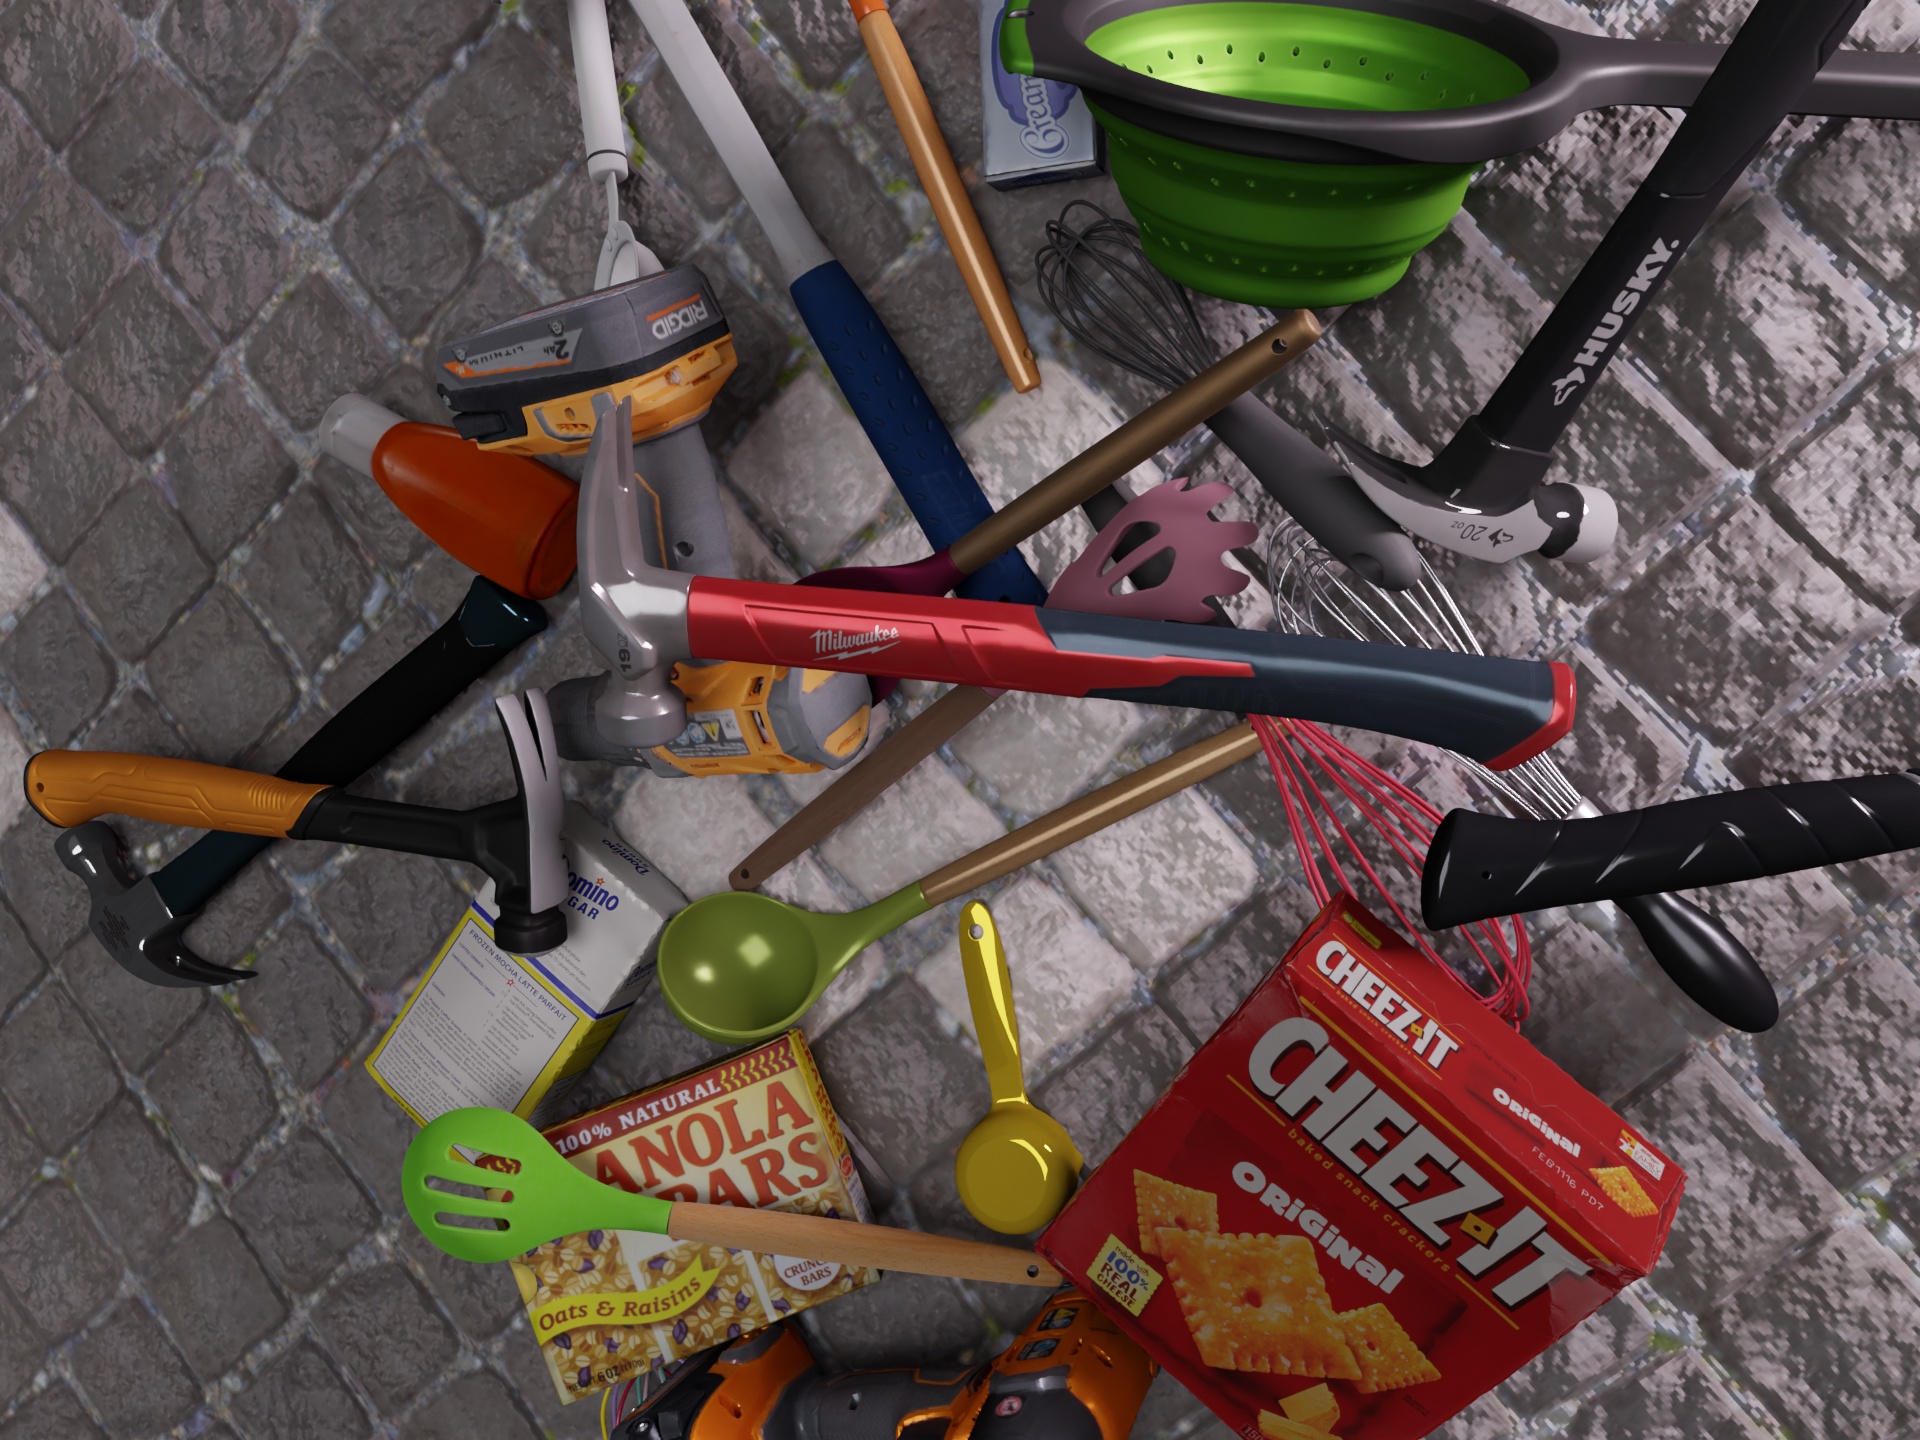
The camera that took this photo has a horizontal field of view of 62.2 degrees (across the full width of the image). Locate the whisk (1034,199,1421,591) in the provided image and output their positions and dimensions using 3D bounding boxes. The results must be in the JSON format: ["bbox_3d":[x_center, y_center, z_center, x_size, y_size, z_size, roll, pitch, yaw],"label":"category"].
[{"bbox_3d":[0.108,-0.138,0.663,0.055,0.055,0.239,-46,63,15],"label":"whisk"}]

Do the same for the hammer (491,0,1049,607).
[{"bbox_3d":[-0.068,-0.218,0.735,0.144,0.035,0.405,-30,88,-9],"label":"hammer"}]

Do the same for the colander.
[{"bbox_3d":[0.212,-0.221,0.629,0.397,0.205,0.094,4,129,2],"label":"colander"}]

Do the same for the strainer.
[{"bbox_3d":[-0.169,-0.263,0.778,0.087,0.050,0.258,-19,79,61],"label":"strainer"}]

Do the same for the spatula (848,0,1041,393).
[{"bbox_3d":[-0.025,-0.303,0.726,0.041,0.081,0.322,-23,90,45],"label":"spatula"}]

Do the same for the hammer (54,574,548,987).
[{"bbox_3d":[-0.350,0.030,0.854,0.331,0.033,0.128,-36,81,16],"label":"hammer"}]

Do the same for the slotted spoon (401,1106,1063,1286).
[{"bbox_3d":[-0.108,0.232,0.734,0.314,0.031,0.070,8,84,1],"label":"slotted spoon"}]

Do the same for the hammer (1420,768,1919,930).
[{"bbox_3d":[0.374,0.033,0.580,0.409,0.036,0.149,-9,92,6],"label":"hammer"}]

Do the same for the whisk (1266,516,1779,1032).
[{"bbox_3d":[0.232,0.020,0.658,0.070,0.070,0.284,-45,85,15],"label":"whisk"}]

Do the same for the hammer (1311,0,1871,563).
[{"bbox_3d":[0.249,-0.194,0.536,0.334,0.146,0.035,-63,33,37],"label":"hammer"}]

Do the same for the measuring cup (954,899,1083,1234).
[{"bbox_3d":[0.016,0.163,0.744,0.062,0.029,0.156,-11,90,18],"label":"measuring cup"}]

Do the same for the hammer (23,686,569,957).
[{"bbox_3d":[-0.347,0.037,0.808,0.337,0.034,0.127,5,103,22],"label":"hammer"}]

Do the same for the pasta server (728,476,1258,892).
[{"bbox_3d":[-0.001,-0.002,0.711,0.316,0.040,0.060,-38,72,32],"label":"pasta server"}]

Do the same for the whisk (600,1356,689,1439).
[{"bbox_3d":[-0.152,0.432,0.805,0.051,0.047,0.245,5,100,44],"label":"whisk"}]

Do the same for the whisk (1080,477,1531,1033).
[{"bbox_3d":[0.138,0.008,0.669,0.073,0.073,0.296,-39,77,16],"label":"whisk"}]

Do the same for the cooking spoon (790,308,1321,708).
[{"bbox_3d":[0.019,-0.081,0.680,0.319,0.017,0.069,-31,95,35],"label":"cooking spoon"}]

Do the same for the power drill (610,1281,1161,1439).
[{"bbox_3d":[-0.035,0.317,0.699,0.226,0.164,0.084,-16,90,20],"label":"power drill"}]

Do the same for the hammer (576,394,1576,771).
[{"bbox_3d":[0.040,-0.041,0.621,0.386,0.038,0.143,6,116,8],"label":"hammer"}]

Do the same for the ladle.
[{"bbox_3d":[0.002,0.064,0.732,0.320,0.062,0.078,-27,56,14],"label":"ladle"}]

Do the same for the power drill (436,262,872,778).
[{"bbox_3d":[-0.153,-0.075,0.726,0.185,0.084,0.226,-4,116,34],"label":"power drill"}]
